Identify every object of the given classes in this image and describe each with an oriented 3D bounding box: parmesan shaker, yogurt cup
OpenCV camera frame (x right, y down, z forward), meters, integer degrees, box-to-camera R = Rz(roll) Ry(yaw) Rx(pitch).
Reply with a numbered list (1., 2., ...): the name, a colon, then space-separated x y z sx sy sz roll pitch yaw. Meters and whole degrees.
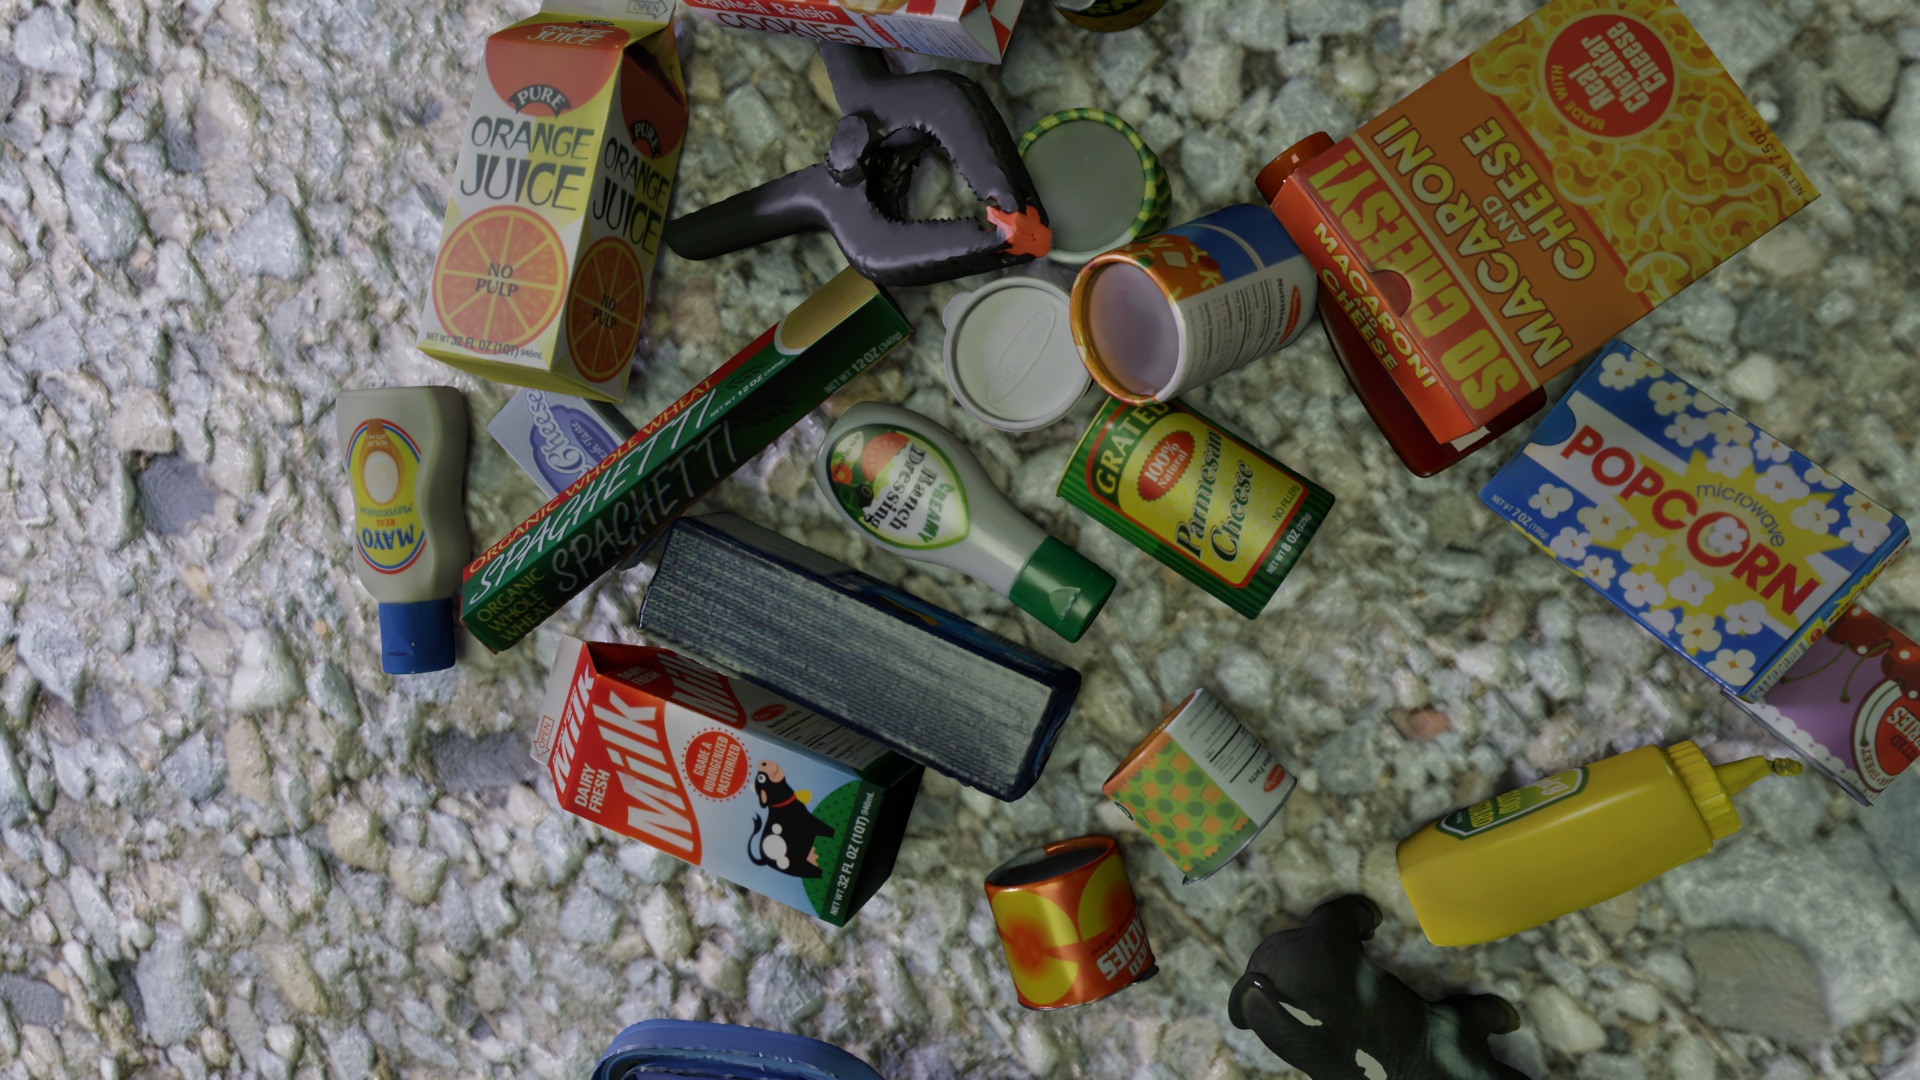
1. parmesan shaker: 0.104 -0.022 0.607 0.103 0.071 0.071 33 103 10
2. yogurt cup: 0.031 -0.083 0.626 0.072 0.054 0.072 1 96 15

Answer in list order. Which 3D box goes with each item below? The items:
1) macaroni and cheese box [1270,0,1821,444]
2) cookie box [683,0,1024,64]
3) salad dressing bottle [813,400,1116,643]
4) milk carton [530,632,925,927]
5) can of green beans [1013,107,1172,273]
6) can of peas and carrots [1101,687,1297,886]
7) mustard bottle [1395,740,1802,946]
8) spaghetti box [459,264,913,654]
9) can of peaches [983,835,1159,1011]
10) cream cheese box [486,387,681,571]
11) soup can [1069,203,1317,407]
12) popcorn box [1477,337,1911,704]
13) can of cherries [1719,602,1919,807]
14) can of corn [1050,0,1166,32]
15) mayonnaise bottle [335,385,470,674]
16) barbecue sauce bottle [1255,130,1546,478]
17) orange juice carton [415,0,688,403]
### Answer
1. macaroni and cheese box: 0.228 -0.135 0.550 0.166 0.040 0.124 -34 85 -4
2. cookie box: -0.036 -0.275 0.592 0.167 0.040 0.123 20 89 32
3. salad dressing bottle: 0.002 -0.008 0.646 0.148 0.044 0.064 34 103 10
4. milk carton: -0.121 0.109 0.674 0.191 0.073 0.072 20 100 13
5. can of green beans: 0.057 -0.152 0.611 0.071 0.058 0.071 1 95 15
6. can of peas and carrots: 0.104 0.110 0.618 0.059 0.071 0.071 45 104 8
7. mustard bottle: 0.263 0.119 0.575 0.160 0.065 0.049 -27 87 16
8. spaghetti box: -0.132 -0.039 0.652 0.250 0.050 0.028 -37 122 5
9. can of peaches: 0.051 0.173 0.636 0.071 0.071 0.058 -18 90 16
10. cream cheese box: -0.187 -0.040 0.704 0.104 0.024 0.053 46 105 7
11. soup can: 0.095 -0.100 0.582 0.071 0.084 0.071 31 134 39
12. popcorn box: 0.285 -0.009 0.548 0.085 0.038 0.127 -53 56 14
13. can of cherries: 0.349 0.062 0.545 0.071 0.071 0.058 40 103 8
14. can of corn: 0.061 -0.257 0.601 0.071 0.058 0.071 1 95 15
15. mayonnaise bottle: -0.288 -0.006 0.726 0.065 0.041 0.148 -2 94 14
16. barbecue sauce bottle: 0.181 -0.103 0.590 0.065 0.044 0.148 -33 85 9
17. orange juice carton: -0.187 -0.169 0.659 0.072 0.073 0.192 11 86 15
